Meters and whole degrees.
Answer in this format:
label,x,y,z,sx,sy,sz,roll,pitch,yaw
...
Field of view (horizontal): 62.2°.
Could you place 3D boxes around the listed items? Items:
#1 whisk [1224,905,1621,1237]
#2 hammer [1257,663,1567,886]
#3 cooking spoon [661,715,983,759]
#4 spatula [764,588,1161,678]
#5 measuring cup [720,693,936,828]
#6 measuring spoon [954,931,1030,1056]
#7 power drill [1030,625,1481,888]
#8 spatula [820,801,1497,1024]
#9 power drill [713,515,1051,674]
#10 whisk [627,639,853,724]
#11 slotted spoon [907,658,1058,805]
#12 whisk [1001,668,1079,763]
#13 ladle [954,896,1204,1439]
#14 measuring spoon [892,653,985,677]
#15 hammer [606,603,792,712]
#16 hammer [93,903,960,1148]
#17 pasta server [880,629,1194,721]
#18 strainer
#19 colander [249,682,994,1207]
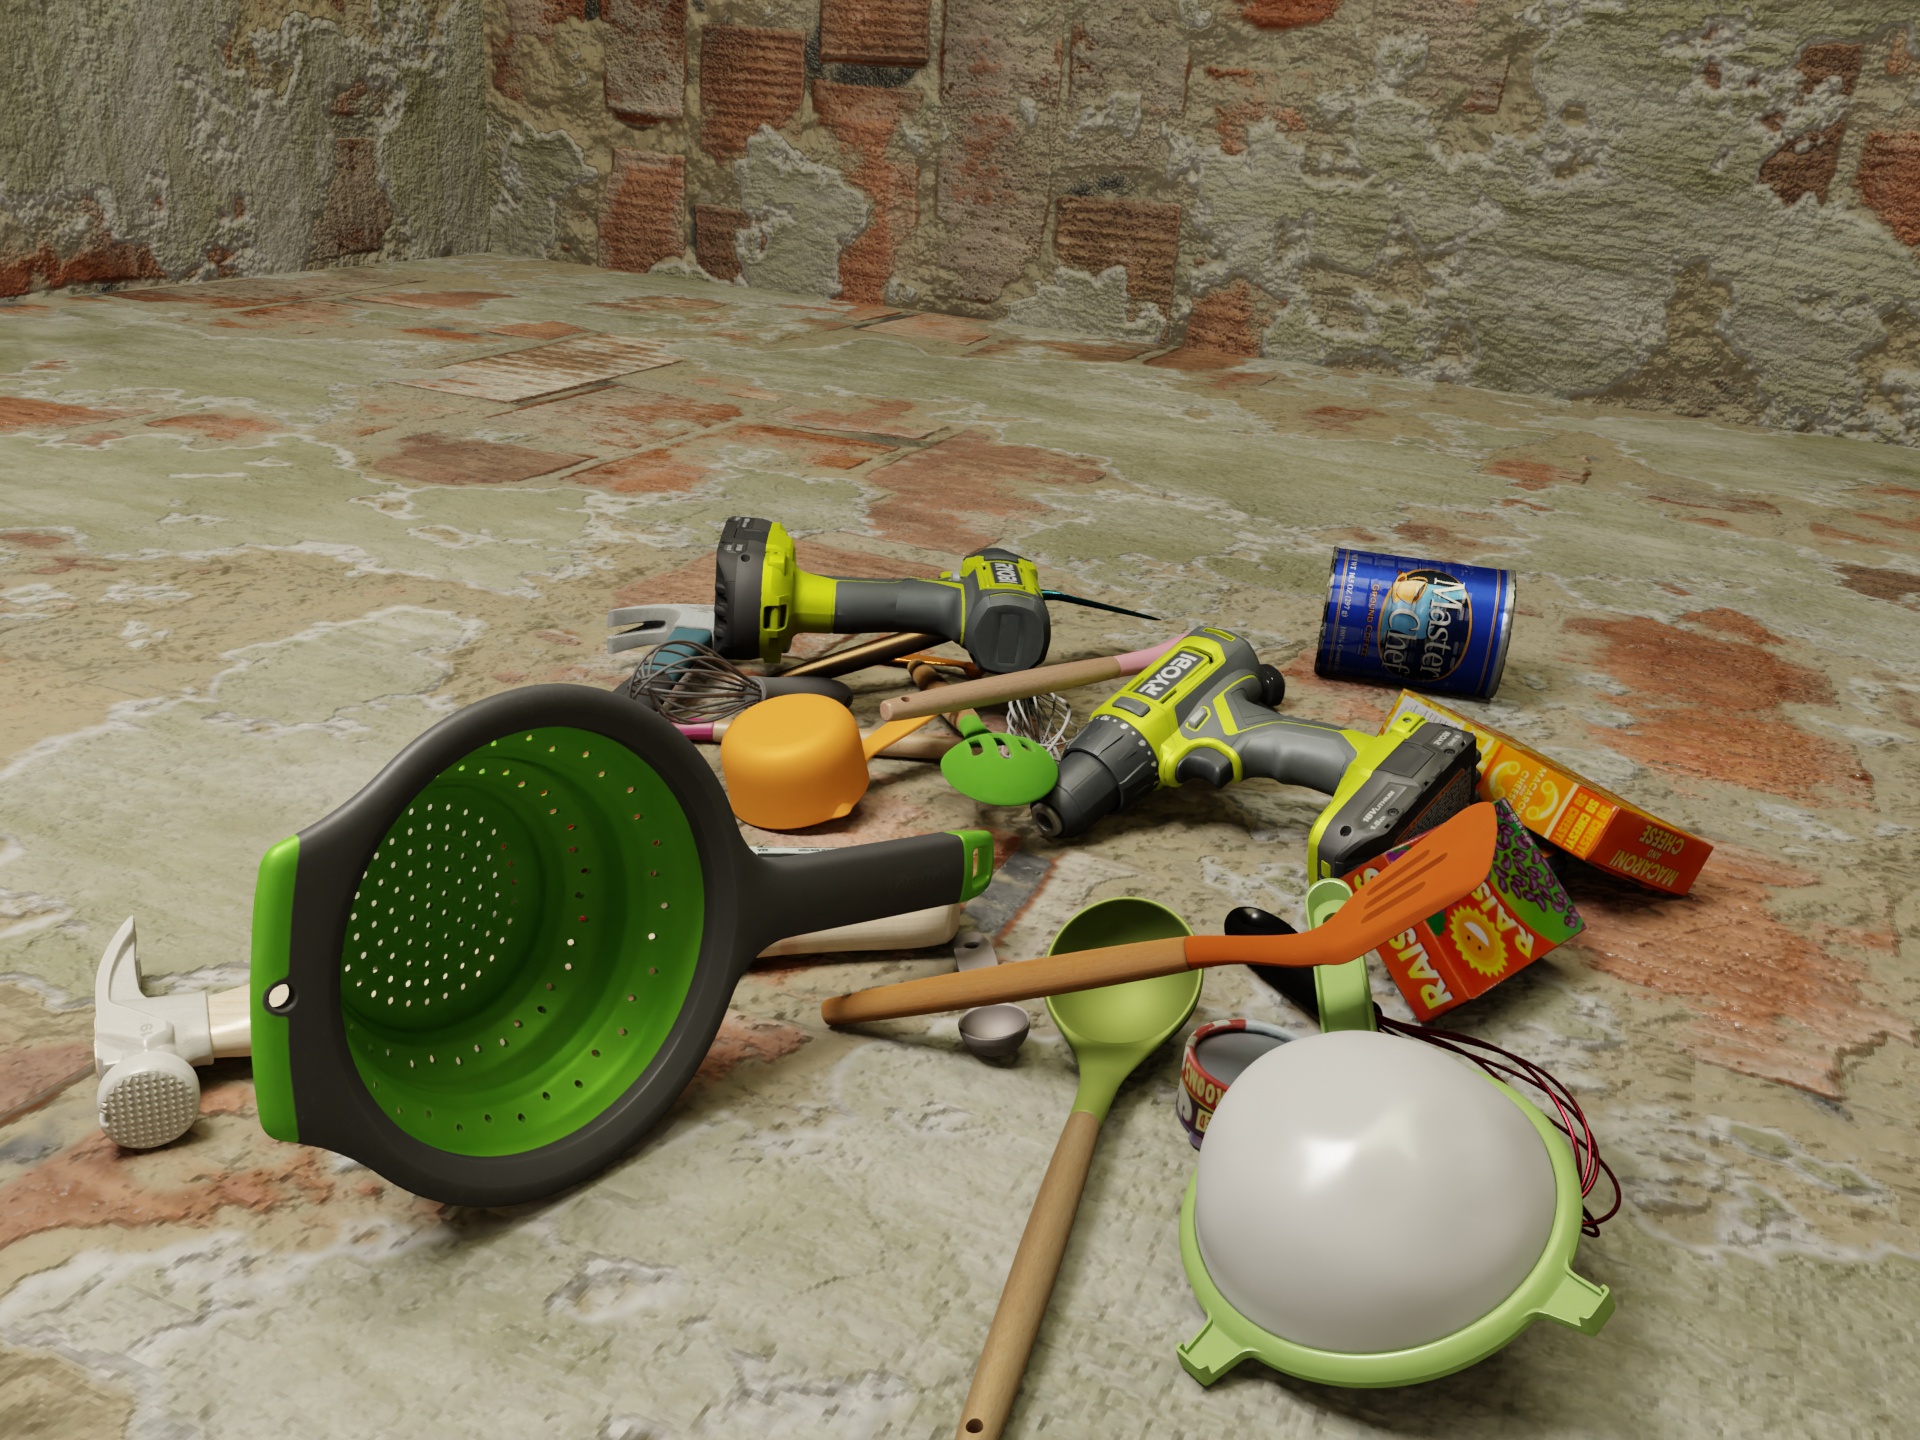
label,x,y,z,sx,sy,sz,roll,pitch,yaw
whisk,0.197,0.149,0.742,0.073,0.073,0.296,-3,17,-18
hammer,0.257,0.035,1.058,0.127,0.034,0.337,-7,25,-29
cooking spoon,-0.139,0.008,1.066,0.319,0.017,0.069,5,19,0
spatula,-0.005,-0.057,1.186,0.317,0.044,0.082,-18,17,-19
measuring cup,-0.071,0.002,0.992,0.173,0.052,0.095,-31,37,-30
measuring spoon,0.012,0.136,0.794,0.034,0.018,0.124,-7,17,-4
power drill,0.173,0.036,0.957,0.229,0.080,0.190,23,49,38
spatula,0.075,0.097,0.696,0.322,0.041,0.081,-14,15,24
power drill,-0.055,-0.089,1.113,0.223,0.080,0.171,4,21,-5
whisk,-0.135,-0.021,1.034,0.055,0.055,0.239,16,6,26
slotted spoon,-0.002,-0.003,1.065,0.070,0.031,0.314,-4,15,-12
whisk,0.046,-0.018,1.140,0.057,0.059,0.246,40,12,-15
ladle,0.044,0.172,0.653,0.078,0.062,0.320,-1,23,18
measuring spoon,-0.036,-0.044,1.229,0.117,0.011,0.021,7,18,15
hammer,-0.207,-0.021,1.056,0.128,0.033,0.331,6,20,5
hammer,-0.192,0.112,0.779,0.410,0.038,0.146,-7,23,-26
pasta server,0.079,-0.024,1.050,0.316,0.040,0.060,-11,37,-36
strainer,0.152,0.133,0.634,0.151,0.069,0.257,-14,32,16
colander,-0.139,0.079,0.709,0.094,0.204,0.397,8,8,40
